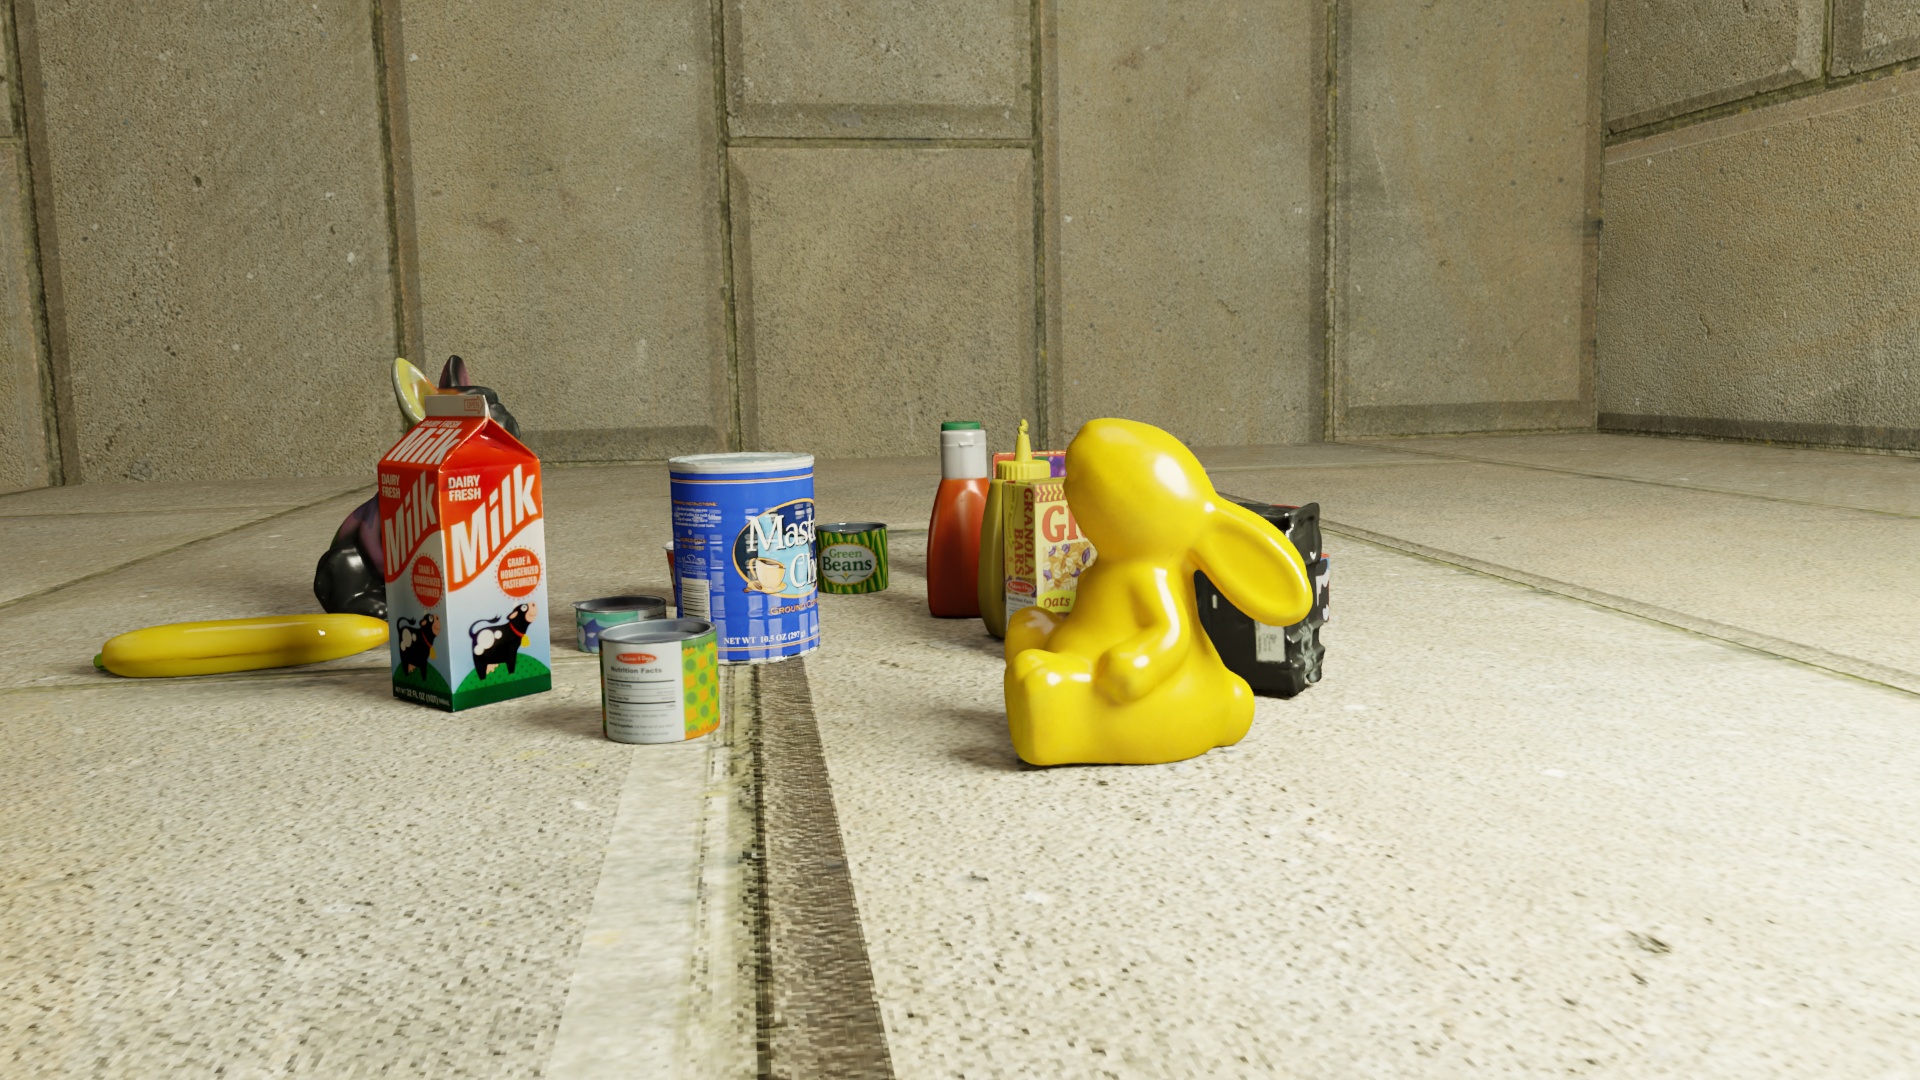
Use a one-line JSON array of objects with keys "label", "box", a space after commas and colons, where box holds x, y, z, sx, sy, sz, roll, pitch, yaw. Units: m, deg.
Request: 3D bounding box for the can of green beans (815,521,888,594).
[{"label": "can of green beans", "box": [-0.099, 0.015, 1.260, 0.071, 0.057, 0.071, -1, 7, 0]}]

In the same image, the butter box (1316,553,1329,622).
[{"label": "butter box", "box": [0.228, 0.038, 1.042, 0.104, 0.053, 0.024, -4, 7, -17]}]

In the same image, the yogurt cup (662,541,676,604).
[{"label": "yogurt cup", "box": [-0.220, 0.028, 1.199, 0.072, 0.054, 0.072, -1, 7, 0]}]

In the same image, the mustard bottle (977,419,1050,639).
[{"label": "mustard bottle", "box": [0.045, -0.008, 1.020, 0.065, 0.160, 0.049, -4, 7, -19]}]

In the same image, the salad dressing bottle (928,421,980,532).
[{"label": "salad dressing bottle", "box": [0.001, -0.037, 1.297, 0.064, 0.147, 0.044, -2, 7, -7]}]

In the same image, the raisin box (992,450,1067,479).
[{"label": "raisin box", "box": [0.071, -0.016, 1.217, 0.086, 0.123, 0.040, -1, 7, 3]}]

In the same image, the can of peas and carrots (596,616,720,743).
[{"label": "can of peas and carrots", "box": [-0.169, 0.078, 0.786, 0.071, 0.058, 0.071, -1, 7, 0]}]

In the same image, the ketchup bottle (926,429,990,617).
[{"label": "ketchup bottle", "box": [0.004, -0.014, 1.114, 0.065, 0.148, 0.043, -2, 7, -8]}]

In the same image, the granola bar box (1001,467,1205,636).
[{"label": "granola bar box", "box": [0.103, 0.014, 0.977, 0.166, 0.124, 0.039, -7, 9, -38]}]

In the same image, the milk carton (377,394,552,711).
[{"label": "milk carton", "box": [-0.312, 0.004, 0.872, 0.072, 0.190, 0.073, 4, 9, 38]}]

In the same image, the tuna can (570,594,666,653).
[{"label": "tuna can", "box": [-0.253, 0.062, 1.028, 0.071, 0.032, 0.071, -1, 7, 0]}]
